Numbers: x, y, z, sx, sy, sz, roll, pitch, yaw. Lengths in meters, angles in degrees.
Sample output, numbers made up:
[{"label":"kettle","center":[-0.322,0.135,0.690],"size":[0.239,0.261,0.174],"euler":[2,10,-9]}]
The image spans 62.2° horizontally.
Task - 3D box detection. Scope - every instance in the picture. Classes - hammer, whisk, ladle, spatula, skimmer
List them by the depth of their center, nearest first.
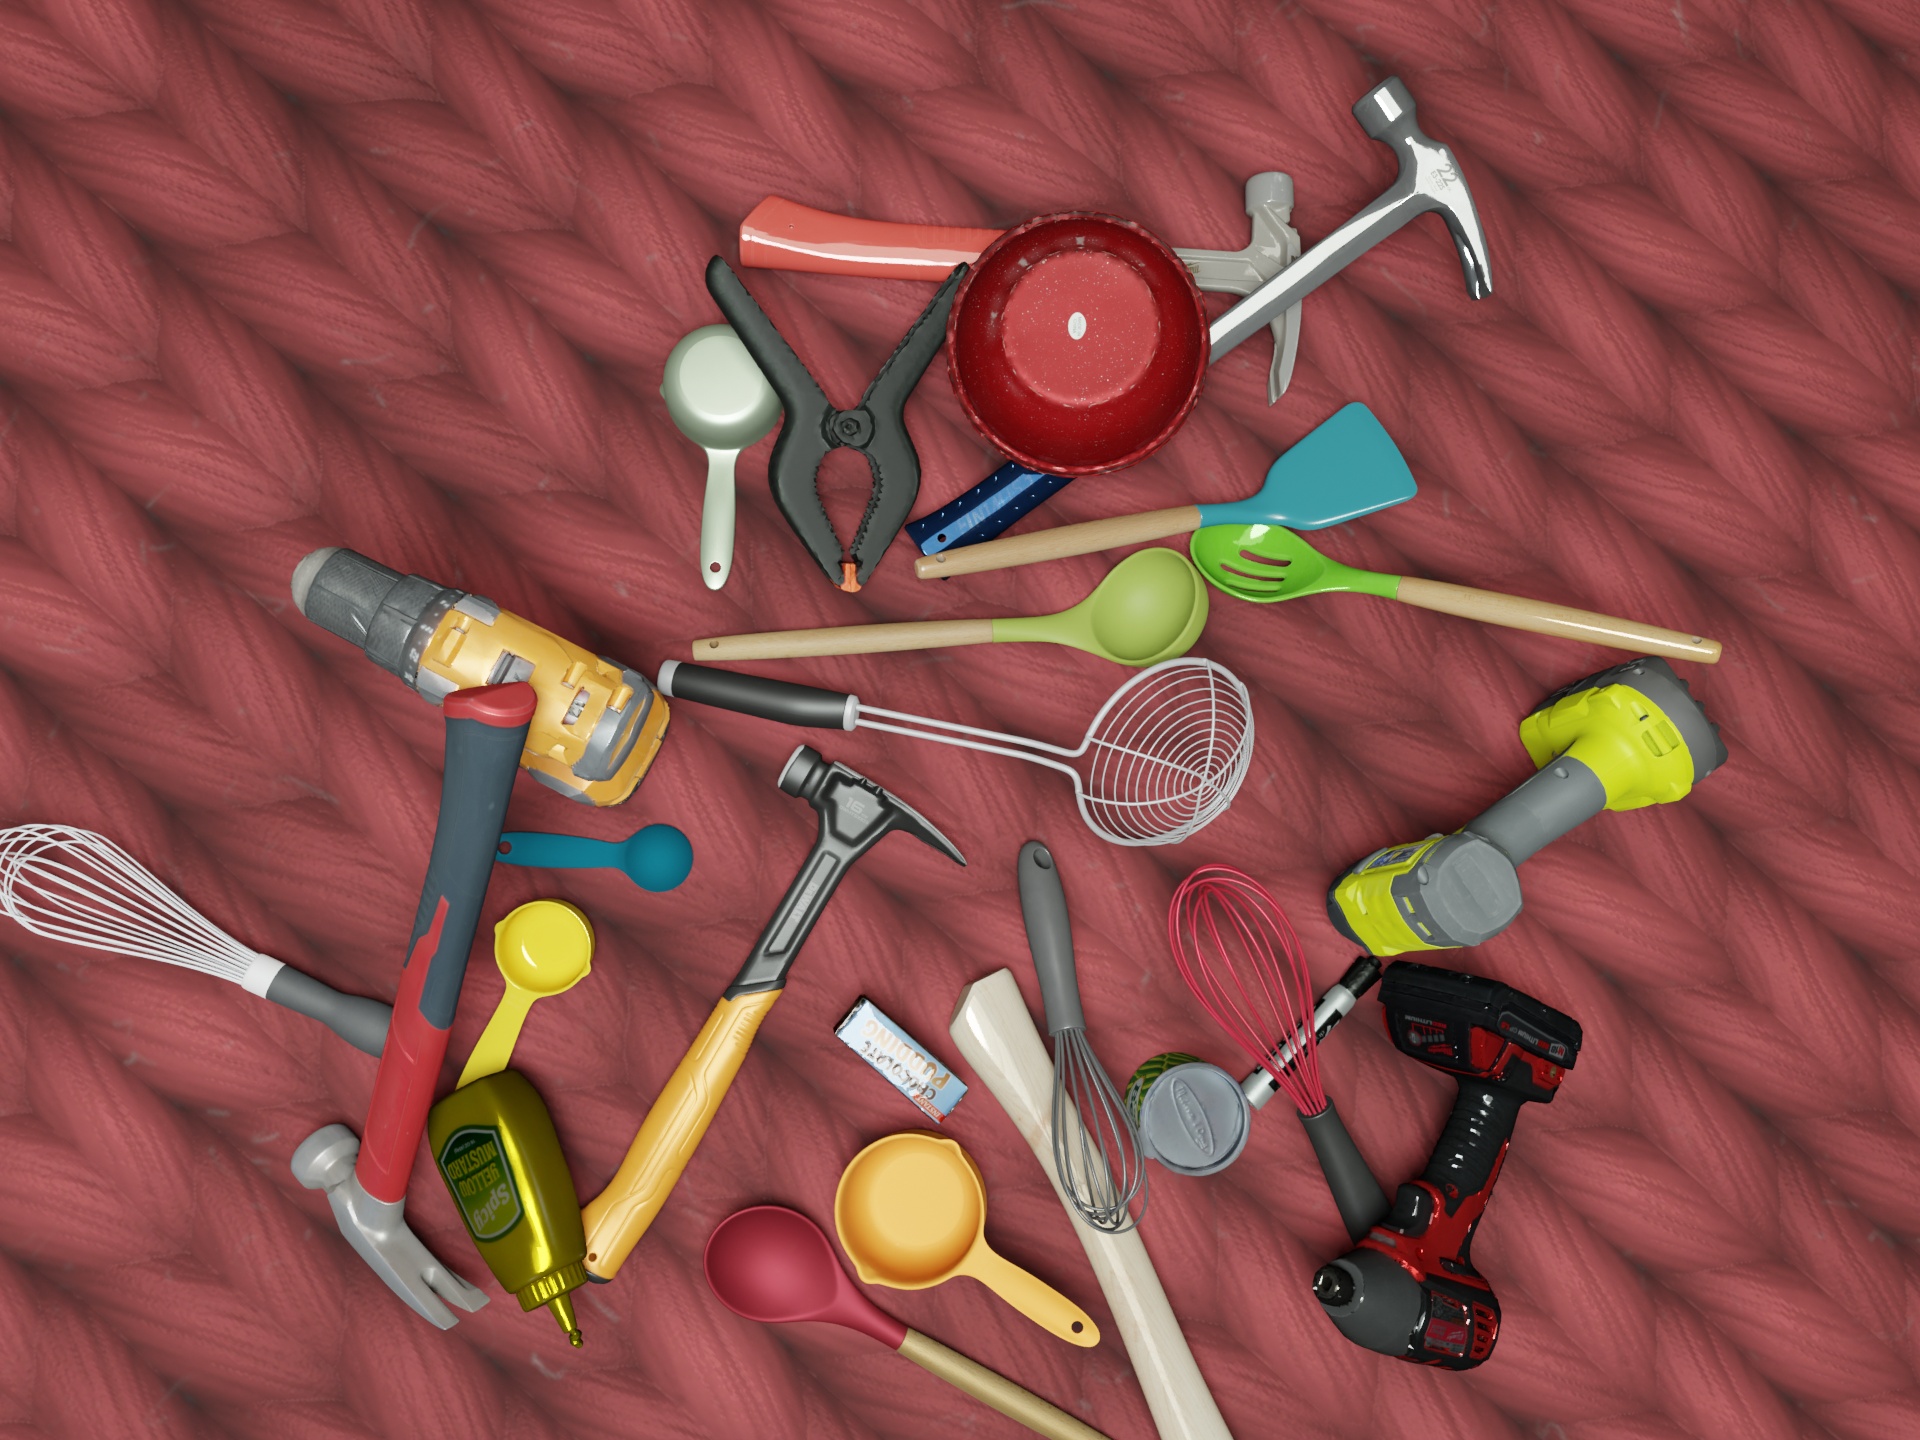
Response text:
[{"label":"hammer","center":[-0.265,0.150,0.821],"size":[0.143,0.038,0.386],"euler":[37,122,22]},{"label":"whisk","center":[-0.438,0.135,0.934],"size":[0.284,0.070,0.070],"euler":[27,83,-6]},{"label":"whisk","center":[0.067,0.183,0.944],"size":[0.055,0.055,0.239],"euler":[-9,66,-5]},{"label":"whisk","center":[0.205,0.215,0.951],"size":[0.073,0.073,0.295],"euler":[-28,101,-7]},{"label":"ladle","center":[-0.012,0.382,0.952],"size":[0.315,0.031,0.069],"euler":[30,87,-3]},{"label":"hammer","center":[0.111,0.338,0.956],"size":[0.146,0.038,0.411],"euler":[-24,84,-17]},{"label":"hammer","center":[-0.130,0.187,0.959],"size":[0.127,0.034,0.337],"euler":[31,83,0]},{"label":"spatula","center":[0.123,-0.129,0.975],"size":[0.317,0.044,0.082],"euler":[-13,61,-17]},{"label":"ladle","center":[-0.007,-0.060,0.983],"size":[0.320,0.062,0.078],"euler":[-4,63,-2]},{"label":"skimmer","center":[-0.002,-0.003,0.985],"size":[0.363,0.090,0.127],"euler":[11,115,8]},{"label":"hammer","center":[0.144,-0.218,0.987],"size":[0.405,0.035,0.144],"euler":[-36,96,3]},{"label":"hammer","center":[0.040,-0.286,1.019],"size":[0.359,0.036,0.149],"euler":[2,84,-5]}]

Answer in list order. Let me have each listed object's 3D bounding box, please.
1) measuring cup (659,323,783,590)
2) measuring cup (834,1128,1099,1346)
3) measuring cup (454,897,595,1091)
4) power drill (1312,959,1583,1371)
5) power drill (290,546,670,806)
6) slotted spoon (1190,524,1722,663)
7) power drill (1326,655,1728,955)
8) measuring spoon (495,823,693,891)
[{"label":"measuring cup","center":[-0.150,-0.166,0.990],"size":[0.083,0.038,0.168],"euler":[2,82,-4]},{"label":"measuring cup","center":[0.008,0.310,0.938],"size":[0.173,0.052,0.095],"euler":[33,86,7]},{"label":"measuring cup","center":[-0.270,0.178,0.959],"size":[0.062,0.029,0.156],"euler":[26,95,-3]},{"label":"power drill","center":[0.277,0.261,0.929],"size":[0.143,0.078,0.220],"euler":[27,77,-35]},{"label":"power drill","center":[-0.253,-0.023,0.873],"size":[0.185,0.226,0.084],"euler":[27,82,-2]},{"label":"slotted spoon","center":[0.291,-0.073,0.963],"size":[0.314,0.031,0.070],"euler":[14,54,22]},{"label":"power drill","center":[0.325,0.059,0.948],"size":[0.223,0.171,0.080],"euler":[-33,88,-15]},{"label":"measuring spoon","center":[-0.228,0.081,0.967],"size":[0.128,0.021,0.042],"euler":[4,84,-5]}]
